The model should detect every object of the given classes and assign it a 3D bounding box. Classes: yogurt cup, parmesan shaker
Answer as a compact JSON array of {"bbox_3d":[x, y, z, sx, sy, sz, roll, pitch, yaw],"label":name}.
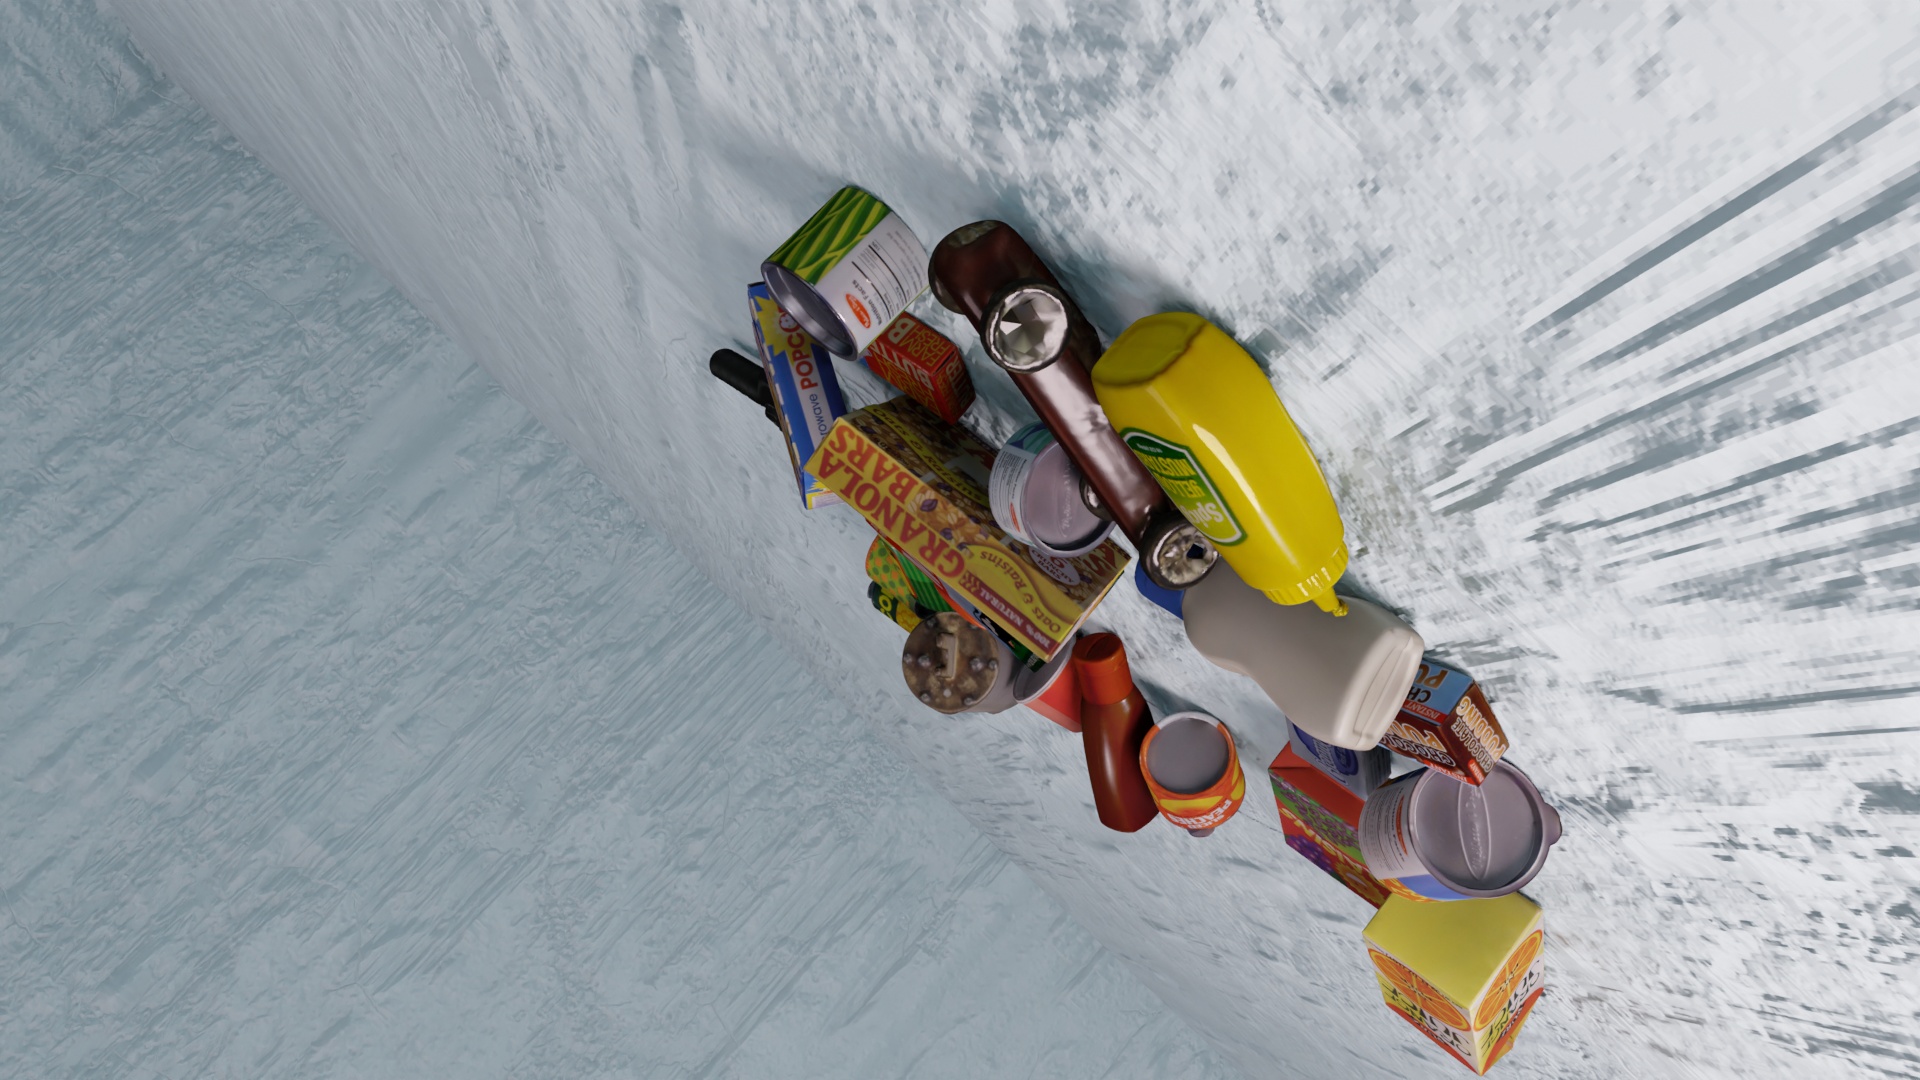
[{"bbox_3d":[0.081,0.107,1.039,0.054,0.072,0.072,38,168,-14],"label":"yogurt cup"},{"bbox_3d":[-0.019,0.004,0.984,0.071,0.071,0.102,36,165,26],"label":"parmesan shaker"}]

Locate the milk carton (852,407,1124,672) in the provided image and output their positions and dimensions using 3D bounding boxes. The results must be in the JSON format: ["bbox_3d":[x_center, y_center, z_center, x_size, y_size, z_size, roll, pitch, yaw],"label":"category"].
[{"bbox_3d":[0.003,-0.011,0.871,0.191,0.073,0.072,42,166,8],"label":"milk carton"}]

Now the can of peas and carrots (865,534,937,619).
[{"bbox_3d":[-0.031,0.017,1.080,0.059,0.071,0.070,37,165,27],"label":"can of peas and carrots"}]

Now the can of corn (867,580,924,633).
[{"bbox_3d":[-0.033,0.046,1.164,0.058,0.071,0.071,34,164,30],"label":"can of corn"}]

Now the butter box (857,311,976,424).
[{"bbox_3d":[-0.039,-0.111,0.789,0.104,0.024,0.053,36,166,28],"label":"butter box"}]

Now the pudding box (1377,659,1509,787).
[{"bbox_3d":[0.206,0.076,0.645,0.049,0.030,0.084,50,165,-31],"label":"pudding box"}]

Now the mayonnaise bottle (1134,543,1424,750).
[{"bbox_3d":[0.142,0.039,0.652,0.041,0.064,0.148,18,-170,-39],"label":"mayonnaise bottle"}]

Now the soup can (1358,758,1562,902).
[{"bbox_3d":[0.240,0.142,0.677,0.071,0.071,0.083,41,167,10],"label":"soup can"}]

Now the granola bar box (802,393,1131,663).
[{"bbox_3d":[0.009,-0.014,0.771,0.165,0.039,0.124,38,-159,7],"label":"granola bar box"}]

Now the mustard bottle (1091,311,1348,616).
[{"bbox_3d":[0.117,-0.020,0.561,0.160,0.049,0.065,49,167,-24],"label":"mustard bottle"}]

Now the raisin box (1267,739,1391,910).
[{"bbox_3d":[0.235,0.171,0.838,0.086,0.040,0.123,33,162,33],"label":"raisin box"}]

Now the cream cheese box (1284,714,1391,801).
[{"bbox_3d":[0.201,0.100,0.743,0.053,0.024,0.103,35,165,32],"label":"cream cheese box"}]

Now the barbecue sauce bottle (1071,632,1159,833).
[{"bbox_3d":[0.112,0.135,0.991,0.043,0.065,0.148,8,127,36],"label":"barbecue sauce bottle"}]

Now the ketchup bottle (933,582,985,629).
[{"bbox_3d":[0.030,0.037,0.978,0.043,0.065,0.148,39,175,27],"label":"ketchup bottle"}]

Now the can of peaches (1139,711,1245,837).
[{"bbox_3d":[0.160,0.160,0.955,0.071,0.071,0.057,34,163,33],"label":"can of peaches"}]

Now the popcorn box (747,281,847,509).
[{"bbox_3d":[-0.097,-0.091,0.868,0.085,0.038,0.127,106,148,-75],"label":"popcorn box"}]

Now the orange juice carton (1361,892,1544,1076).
[{"bbox_3d":[0.304,0.263,0.847,0.072,0.073,0.192,33,164,36],"label":"orange juice carton"}]

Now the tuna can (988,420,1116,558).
[{"bbox_3d":[0.051,-0.027,0.704,0.033,0.071,0.071,25,158,54],"label":"tuna can"}]

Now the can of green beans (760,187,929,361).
[{"bbox_3d":[-0.056,-0.133,0.695,0.071,0.058,0.071,40,166,12],"label":"can of green beans"}]
